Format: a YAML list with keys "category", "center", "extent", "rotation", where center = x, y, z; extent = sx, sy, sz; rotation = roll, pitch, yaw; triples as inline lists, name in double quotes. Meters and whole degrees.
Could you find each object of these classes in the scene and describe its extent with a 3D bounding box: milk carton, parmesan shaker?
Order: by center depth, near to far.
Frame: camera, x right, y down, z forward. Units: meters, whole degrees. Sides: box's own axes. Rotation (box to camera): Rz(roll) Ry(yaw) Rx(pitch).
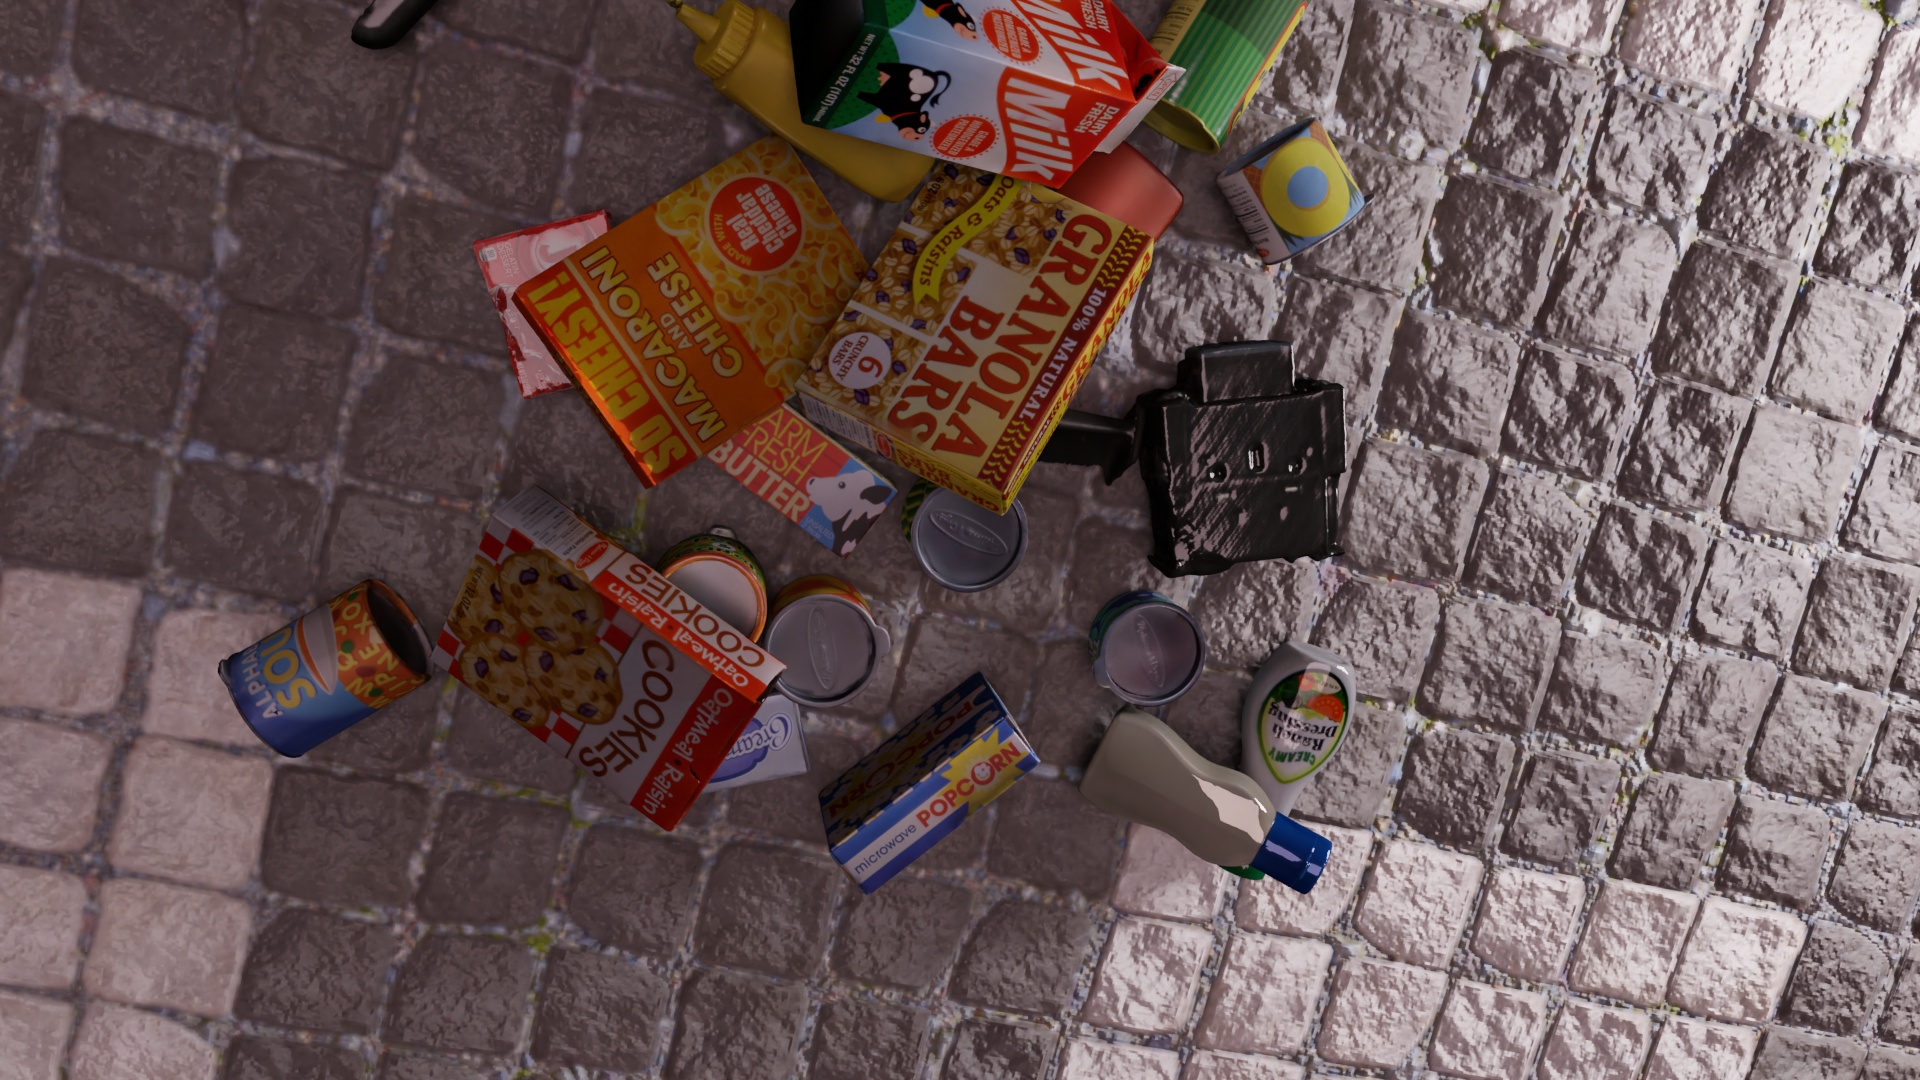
- category: "milk carton"
  center: [0.018, -0.235, 0.692]
  extent: [0.191, 0.072, 0.074]
  rotation: [6, 62, -31]
- category: "parmesan shaker"
  center: [0.143, -0.276, 0.768]
  extent: [0.071, 0.071, 0.103]
  rotation: [31, 94, -13]

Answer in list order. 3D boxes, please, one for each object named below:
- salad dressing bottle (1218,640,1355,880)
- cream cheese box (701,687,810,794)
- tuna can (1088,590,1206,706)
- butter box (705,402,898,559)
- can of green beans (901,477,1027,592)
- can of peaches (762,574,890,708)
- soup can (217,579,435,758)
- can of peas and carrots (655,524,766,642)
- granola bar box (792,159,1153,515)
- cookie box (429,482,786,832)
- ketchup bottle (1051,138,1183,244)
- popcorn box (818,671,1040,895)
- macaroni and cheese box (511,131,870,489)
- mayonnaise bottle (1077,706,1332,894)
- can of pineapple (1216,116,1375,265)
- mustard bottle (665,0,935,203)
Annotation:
- category: "salad dressing bottle"
  center: [0.198, 0.138, 0.864]
  extent: [0.064, 0.044, 0.147]
  rotation: [18, 99, -4]
- category: "cream cheese box"
  center: [-0.144, 0.119, 0.819]
  extent: [0.104, 0.024, 0.053]
  rotation: [-11, 102, -7]
- category: "tuna can"
  center: [0.110, 0.066, 0.844]
  extent: [0.071, 0.033, 0.071]
  rotation: [-2, 100, -8]
- category: "butter box"
  center: [-0.092, -0.040, 0.798]
  extent: [0.103, 0.024, 0.053]
  rotation: [37, 92, -13]
- category: "can of green beans"
  center: [0.001, -0.008, 0.801]
  extent: [0.071, 0.058, 0.071]
  rotation: [-2, 101, -8]
- category: "can of peaches"
  center: [-0.079, 0.057, 0.801]
  extent: [0.071, 0.058, 0.071]
  rotation: [-2, 100, -9]
- category: "soup can"
  center: [-0.343, 0.068, 0.756]
  extent: [0.084, 0.071, 0.071]
  rotation: [-31, 103, -3]
- category: "can of peas and carrots"
  center: [-0.142, 0.031, 0.786]
  extent: [0.071, 0.059, 0.070]
  rotation: [-2, 101, -9]
- category: "granola bar box"
  center: [0.009, -0.113, 0.729]
  extent: [0.124, 0.039, 0.166]
  rotation: [27, 74, 12]
- category: "cookie box"
  center: [-0.192, 0.067, 0.748]
  extent: [0.167, 0.040, 0.122]
  rotation: [36, 125, 0]
- category: "ketchup bottle"
  center: [0.057, -0.156, 0.790]
  extent: [0.064, 0.043, 0.149]
  rotation: [40, 93, -6]
- category: "popcorn box"
  center: [-0.021, 0.139, 0.810]
  extent: [0.127, 0.085, 0.038]
  rotation: [-37, 105, -1]
- category: "macaroni and cheese box"
  center: [-0.133, -0.124, 0.746]
  extent: [0.167, 0.040, 0.123]
  rotation: [-37, 102, -18]
- category: "mayonnaise bottle"
  center: [0.148, 0.161, 0.837]
  extent: [0.148, 0.041, 0.064]
  rotation: [28, 102, 10]
- category: "can of pineapple"
  center: [0.189, -0.200, 0.791]
  extent: [0.071, 0.071, 0.057]
  rotation: [-35, 103, -1]
- category: "mustard bottle"
  center: [-0.086, -0.236, 0.720]
  extent: [0.160, 0.065, 0.048]
  rotation: [27, 117, -33]
